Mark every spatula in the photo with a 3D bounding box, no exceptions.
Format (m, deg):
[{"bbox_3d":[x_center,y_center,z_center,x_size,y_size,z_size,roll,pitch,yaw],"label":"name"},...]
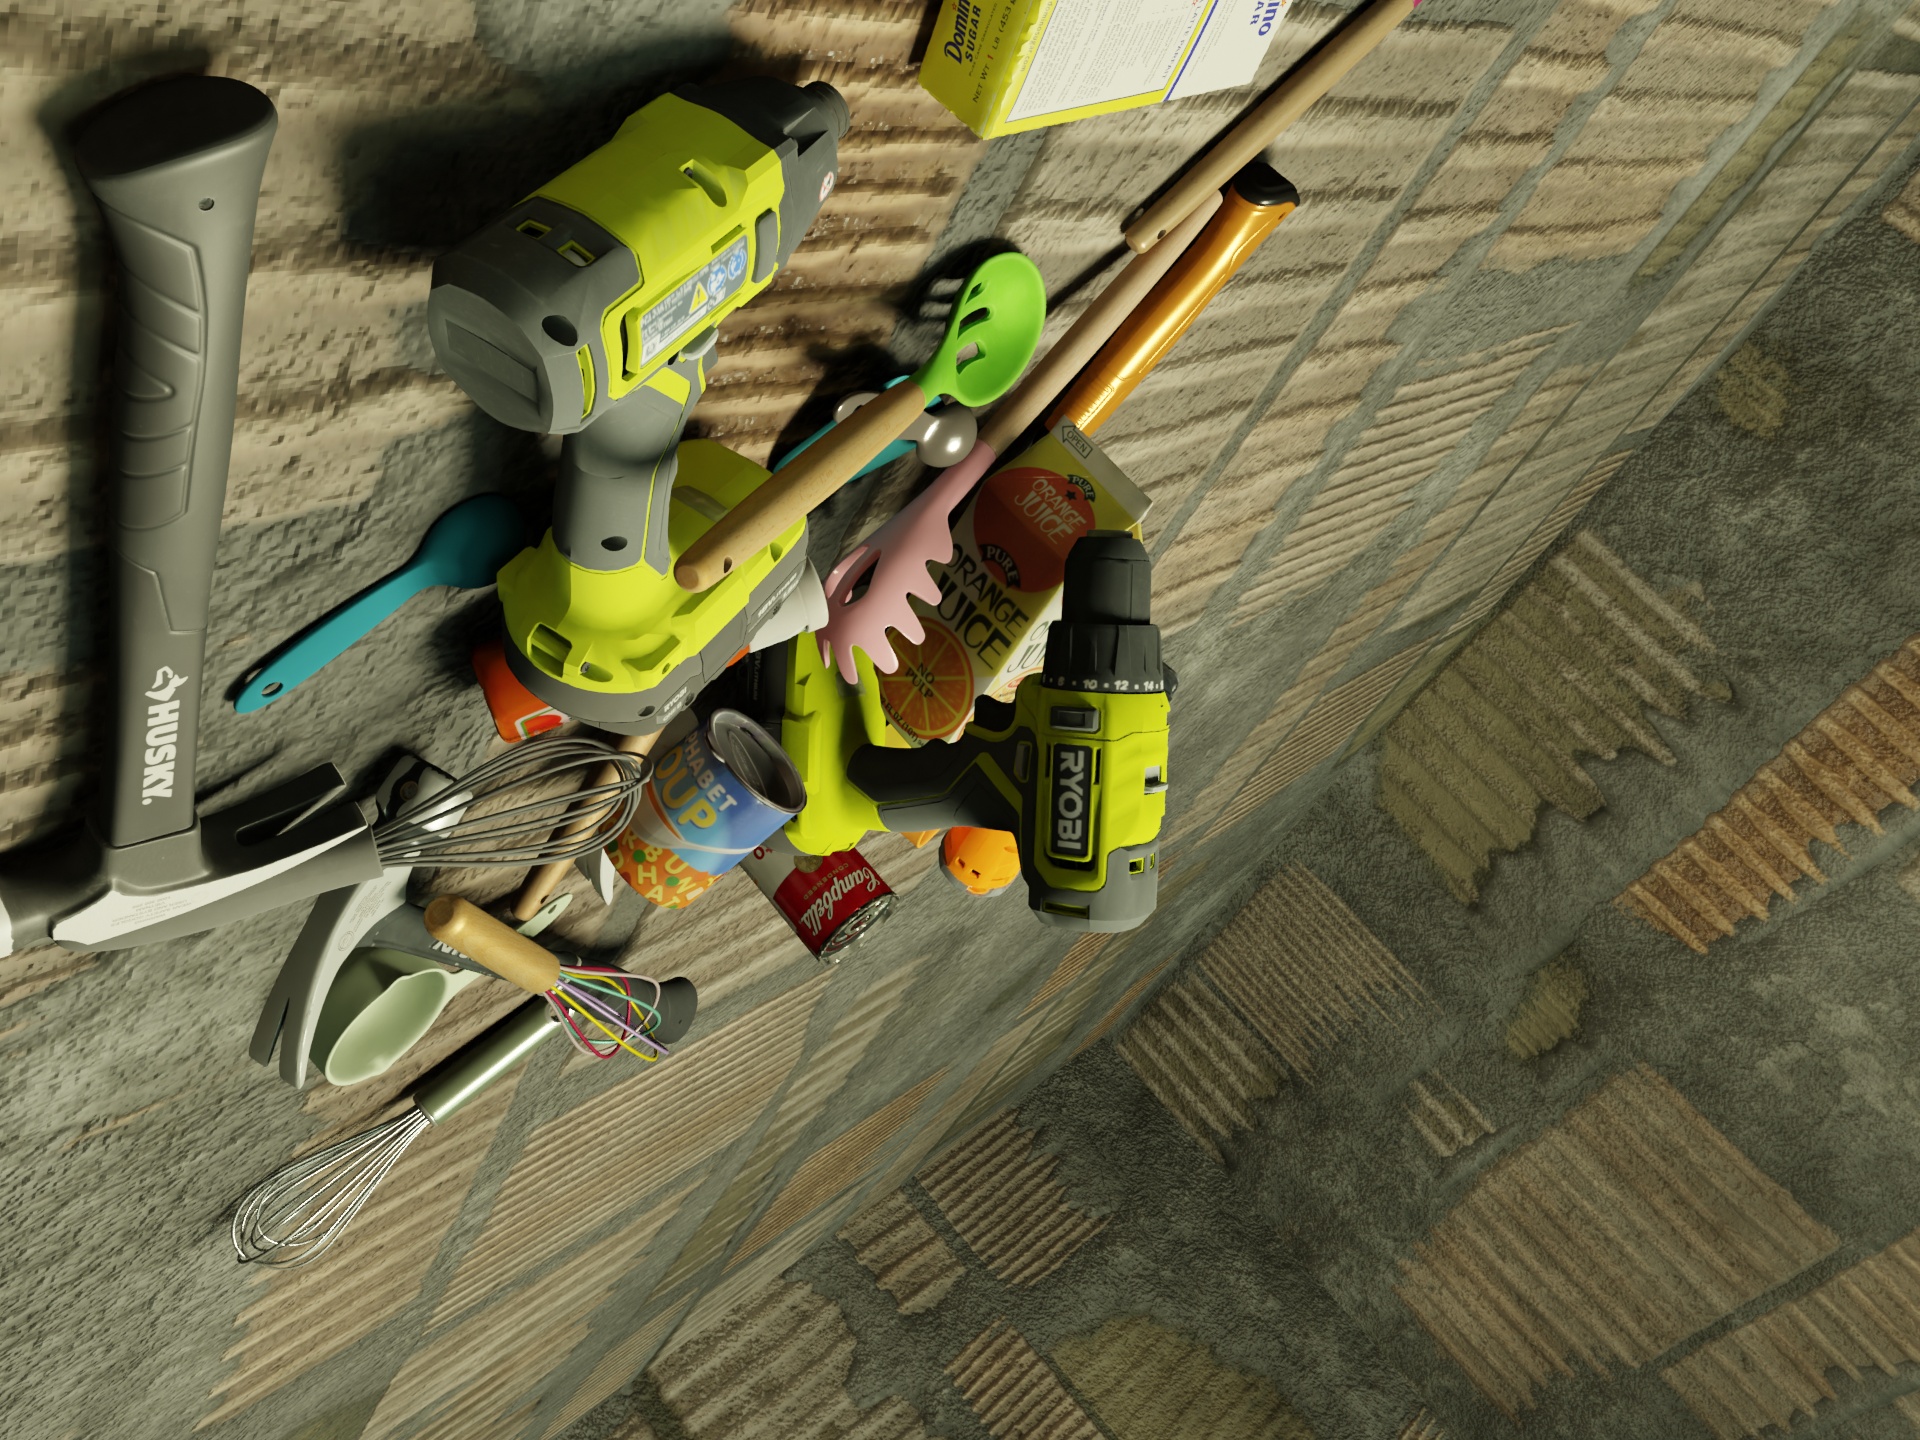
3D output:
[{"bbox_3d":[-0.117,-0.031,0.750,0.317,0.044,0.082,-56,165,5],"label":"spatula"}]

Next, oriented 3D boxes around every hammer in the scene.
[{"bbox_3d":[0.067,-0.166,0.895,0.337,0.034,0.127,-48,161,18],"label":"hammer"},{"bbox_3d":[-0.230,0.140,0.863,0.149,0.036,0.408,-60,162,-10],"label":"hammer"},{"bbox_3d":[-0.245,-0.043,0.499,0.146,0.035,0.334,-17,149,-41],"label":"hammer"},{"bbox_3d":[-0.075,0.010,0.998,0.405,0.035,0.144,-19,150,-52],"label":"hammer"}]

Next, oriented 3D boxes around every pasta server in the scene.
[{"bbox_3d":[0.033,-0.150,0.794,0.316,0.060,0.040,-50,138,-11],"label":"pasta server"}]

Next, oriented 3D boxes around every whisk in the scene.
[{"bbox_3d":[-0.242,0.051,0.654,0.239,0.055,0.055,-15,153,-20],"label":"whisk"},{"bbox_3d":[-0.206,0.131,0.807,0.051,0.047,0.244,-6,155,10],"label":"whisk"},{"bbox_3d":[-0.338,0.247,0.985,0.246,0.057,0.059,-38,-163,-23],"label":"whisk"}]

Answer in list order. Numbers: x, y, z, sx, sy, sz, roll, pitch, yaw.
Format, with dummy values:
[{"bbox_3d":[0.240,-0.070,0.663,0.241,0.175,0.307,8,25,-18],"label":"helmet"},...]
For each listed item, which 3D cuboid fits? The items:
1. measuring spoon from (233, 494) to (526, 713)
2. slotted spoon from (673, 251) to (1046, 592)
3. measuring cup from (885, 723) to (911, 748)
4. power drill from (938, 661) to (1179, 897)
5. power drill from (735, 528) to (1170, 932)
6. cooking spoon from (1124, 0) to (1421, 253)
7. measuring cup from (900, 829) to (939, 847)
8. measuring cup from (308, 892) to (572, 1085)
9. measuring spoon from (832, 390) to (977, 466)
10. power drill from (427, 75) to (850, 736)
[{"bbox_3d":[-0.216,-0.038,0.603,0.128,0.021,0.042,-40,162,-13],"label":"measuring spoon"},{"bbox_3d":[-0.031,-0.123,0.639,0.314,0.031,0.070,-53,152,-52],"label":"slotted spoon"},{"bbox_3d":[0.003,-0.003,1.026,0.156,0.029,0.062,-33,160,-25],"label":"measuring cup"},{"bbox_3d":[0.080,0.020,1.206,0.226,0.084,0.164,-45,169,-46],"label":"power drill"},{"bbox_3d":[-0.001,-0.003,0.811,0.080,0.228,0.190,-7,100,-59],"label":"power drill"},{"bbox_3d":[0.202,-0.345,0.795,0.319,0.017,0.068,-43,161,-1],"label":"cooking spoon"},{"bbox_3d":[-0.001,0.014,1.158,0.174,0.052,0.095,-50,172,-33],"label":"measuring cup"},{"bbox_3d":[-0.277,0.126,0.843,0.167,0.038,0.083,-37,159,-47],"label":"measuring cup"},{"bbox_3d":[-0.022,-0.130,0.710,0.034,0.018,0.124,-55,163,17],"label":"measuring spoon"},{"bbox_3d":[-0.103,-0.111,0.571,0.171,0.080,0.223,-51,167,-34],"label":"power drill"}]
